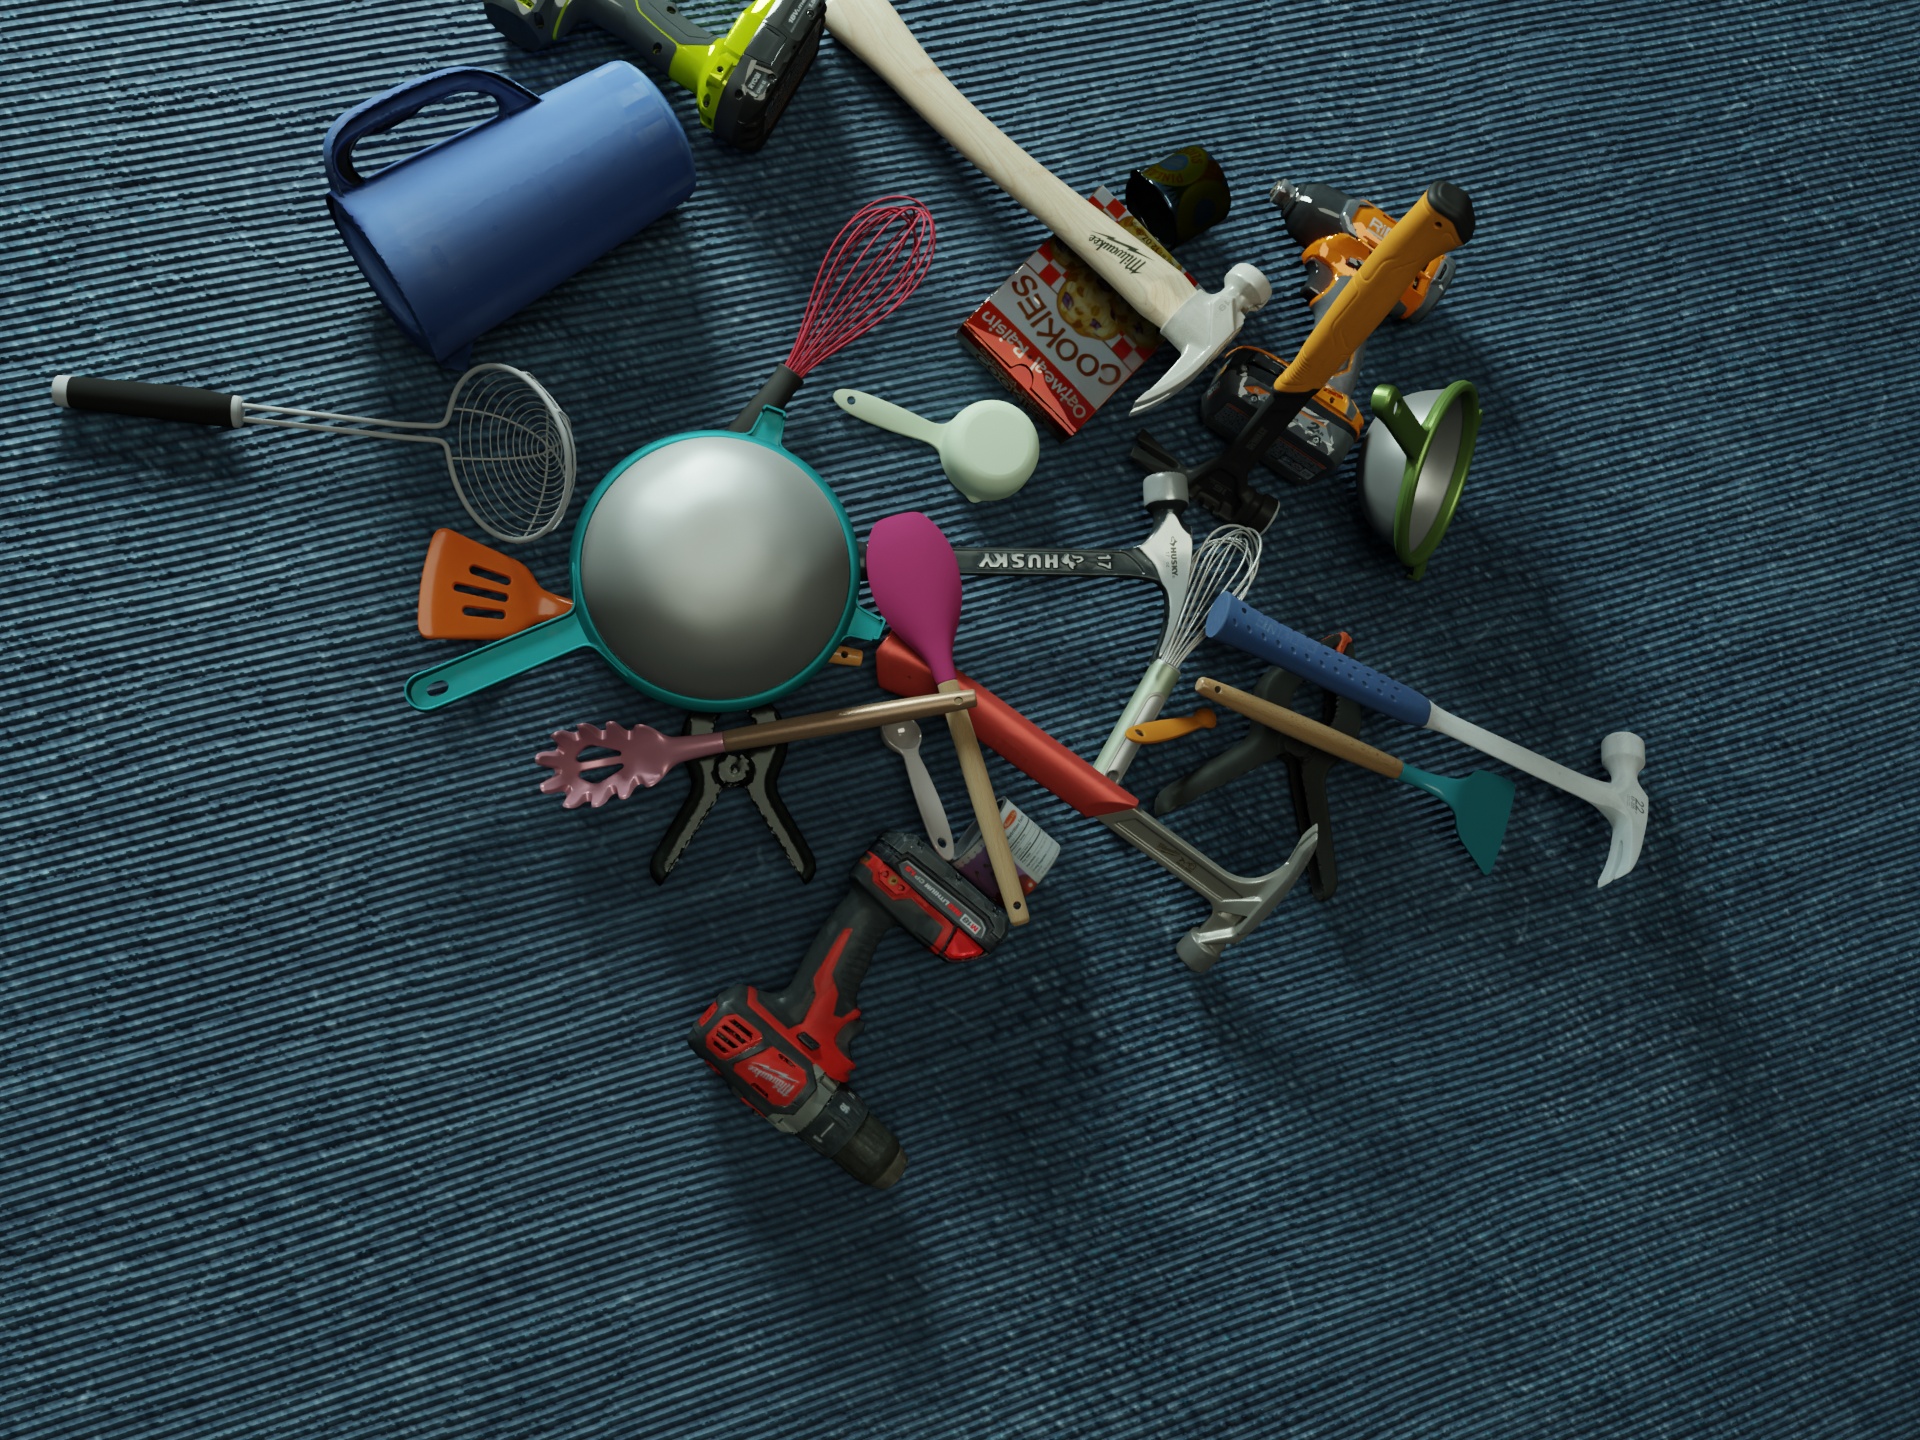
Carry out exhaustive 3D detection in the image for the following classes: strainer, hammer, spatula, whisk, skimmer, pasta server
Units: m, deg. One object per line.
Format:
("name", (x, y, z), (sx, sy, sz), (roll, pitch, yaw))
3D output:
("strainer", (0.332, -0.212, 1.229), (0.069, 0.256, 0.151), (21, 91, 29))
("hammer", (0.249, -0.262, 1.151), (0.127, 0.336, 0.034), (30, 55, -6))
("hammer", (0.042, -0.414, 1.230), (0.410, 0.038, 0.146), (43, 81, 5))
("hammer", (0.091, 0.039, 1.211), (0.359, 0.037, 0.149), (36, 112, -2))
("hammer", (-0.022, -0.116, 1.212), (0.409, 0.036, 0.149), (-1, 80, -8))
("spatula", (-0.230, -0.073, 1.176), (0.322, 0.041, 0.081), (9, 83, -12))
("strainer", (-0.228, -0.090, 1.109), (0.340, 0.095, 0.211), (-25, 87, -13))
("spatula", (0.318, 0.032, 1.259), (0.317, 0.044, 0.082), (23, 80, -15))
("whisk", (-0.116, -0.279, 1.210), (0.073, 0.073, 0.296), (37, 86, -7))
("hammer", (0.375, 0.003, 1.254), (0.405, 0.035, 0.144), (23, 54, -13))
("skimmer", (-0.451, -0.203, 1.115), (0.363, 0.090, 0.127), (6, 114, -9))
("pasta server", (-0.144, 0.011, 1.144), (0.316, 0.040, 0.060), (-10, 91, 0))
("whisk", (0.168, -0.048, 1.254), (0.057, 0.059, 0.246), (34, 83, -34))

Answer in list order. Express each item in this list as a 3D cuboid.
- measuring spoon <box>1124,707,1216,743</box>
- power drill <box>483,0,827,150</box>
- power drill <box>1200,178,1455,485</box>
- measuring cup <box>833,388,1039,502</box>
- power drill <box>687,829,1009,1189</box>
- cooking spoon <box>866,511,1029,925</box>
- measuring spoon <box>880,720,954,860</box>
("measuring spoon", (0.164, 0.003, 1.231), (0.117, 0.011, 0.021), (-11, 47, -48))
("power drill", (-0.221, -0.550, 1.201), (0.223, 0.080, 0.171), (29, 80, -5))
("power drill", (0.285, -0.324, 1.285), (0.164, 0.084, 0.226), (32, 76, -6))
("measuring cup", (-0.017, -0.227, 1.232), (0.167, 0.038, 0.083), (19, 82, -12))
("power drill", (-0.063, 0.213, 1.170), (0.188, 0.080, 0.227), (42, 82, -5))
("cooking spoon", (-0.002, -0.004, 1.169), (0.068, 0.017, 0.319), (-16, 82, -8))
("measuring spoon", (-0.033, 0.052, 1.201), (0.034, 0.018, 0.124), (-6, 66, -37))
